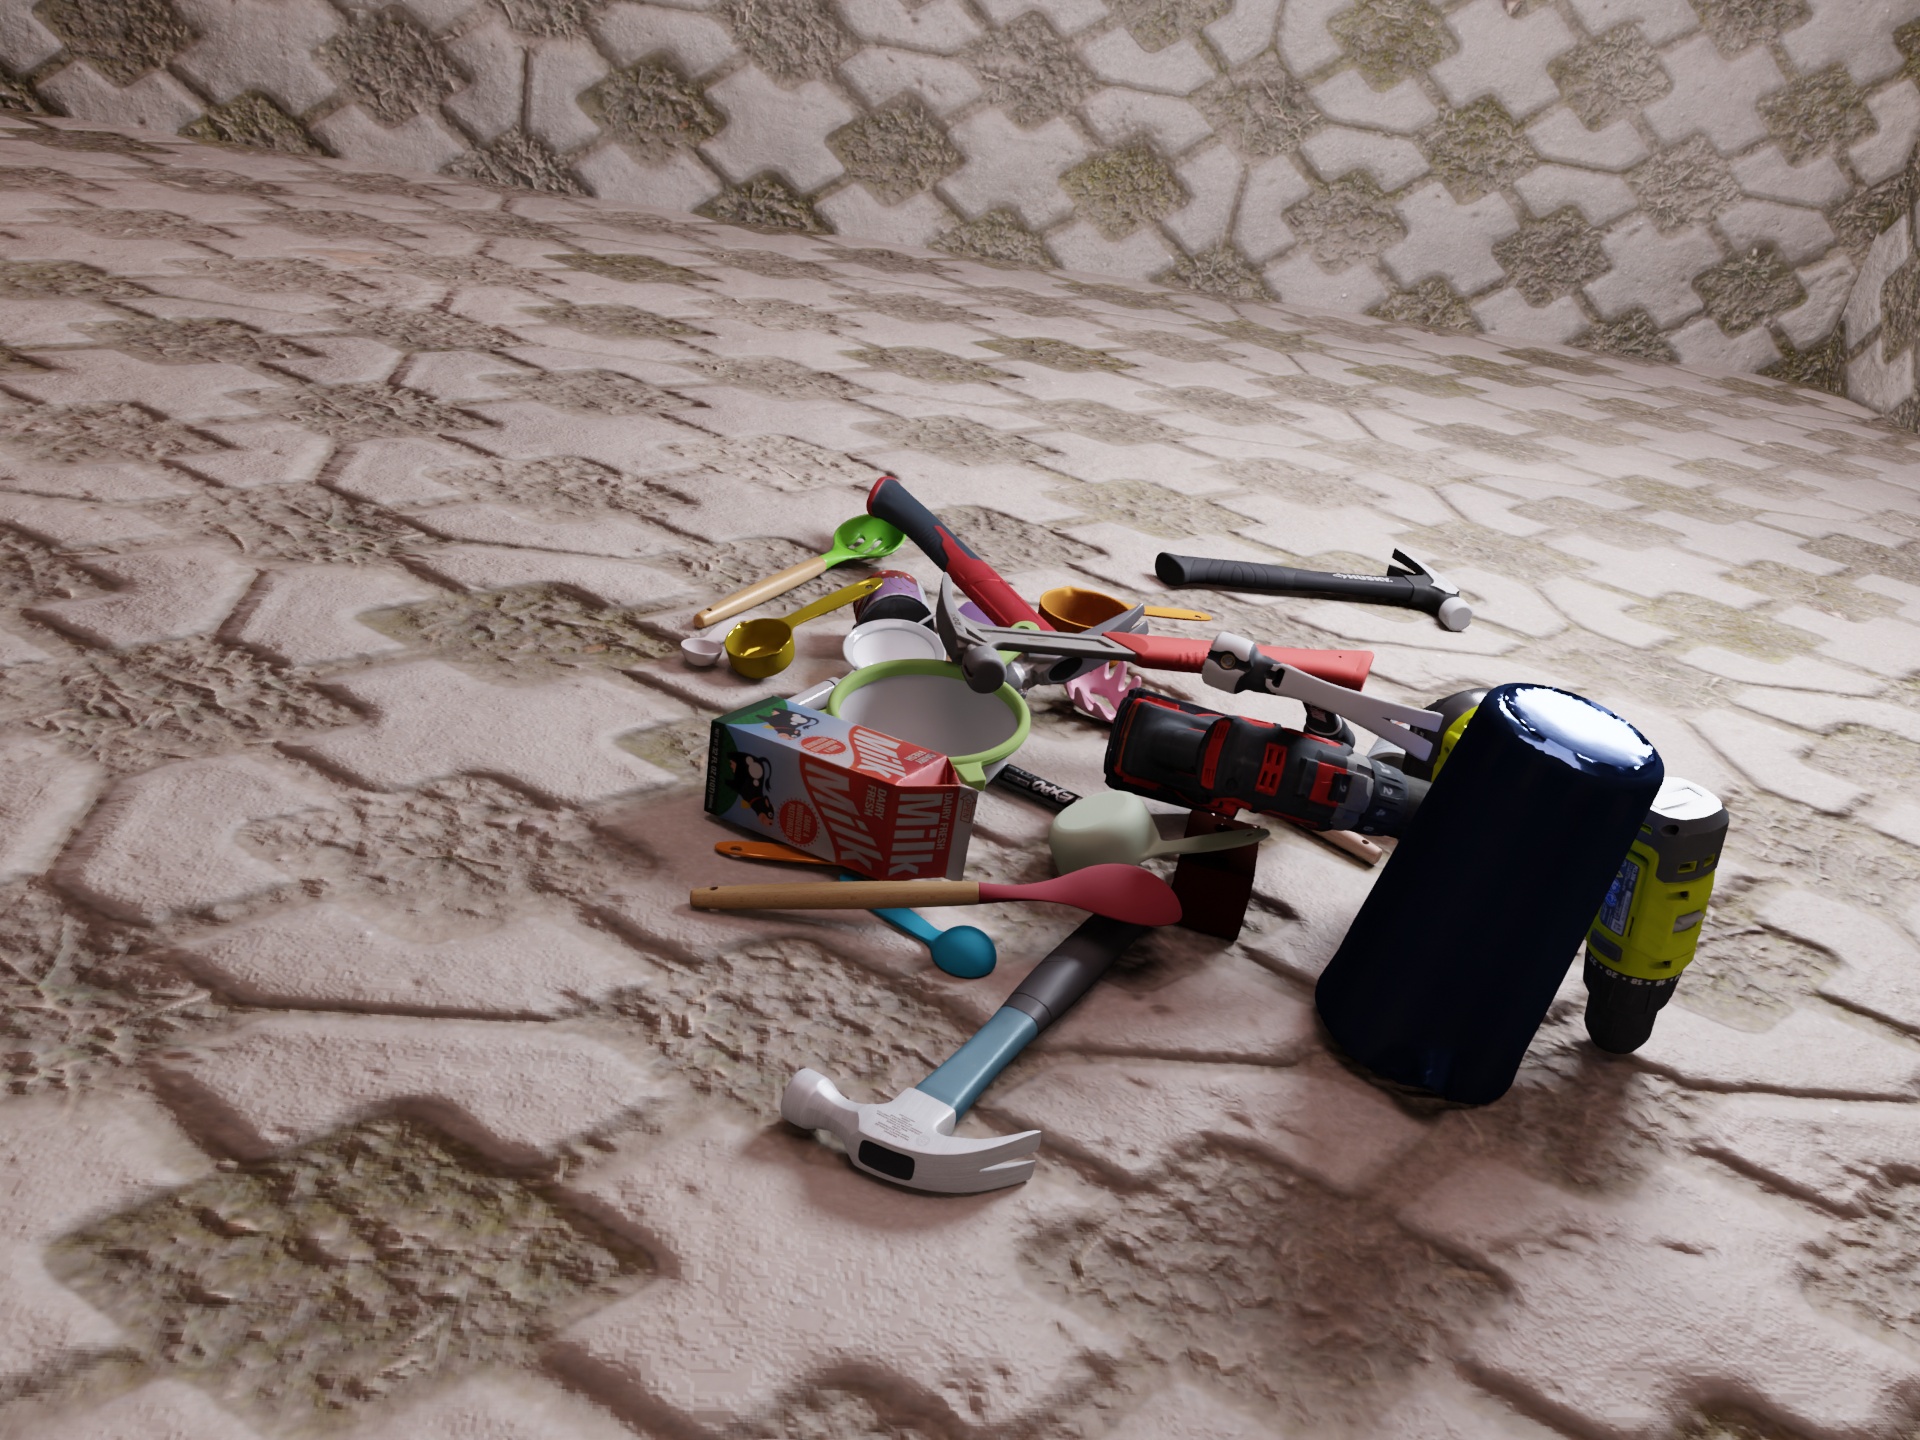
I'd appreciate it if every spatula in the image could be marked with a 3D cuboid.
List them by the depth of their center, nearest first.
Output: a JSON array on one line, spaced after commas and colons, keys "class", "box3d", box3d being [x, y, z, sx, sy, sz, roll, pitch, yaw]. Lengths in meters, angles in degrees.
[{"class": "spatula", "box3d": [-0.007, -0.045, 1.373, 0.060, 0.018, 0.316, 18, 27, 8]}]

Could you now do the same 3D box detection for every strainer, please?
[{"class": "strainer", "box3d": [-0.002, -0.004, 1.227, 0.151, 0.069, 0.256, 19, 32, 21]}, {"class": "strainer", "box3d": [-0.098, -0.027, 1.280, 0.087, 0.050, 0.258, 32, 39, 26]}]

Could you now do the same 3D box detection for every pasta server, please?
[{"class": "pasta server", "box3d": [0.205, 0.028, 1.290, 0.316, 0.040, 0.060, 32, 46, 33]}]

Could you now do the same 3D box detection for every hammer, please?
[{"class": "hammer", "box3d": [0.039, 0.174, 0.951, 0.128, 0.033, 0.331, 22, 29, 23]}, {"class": "hammer", "box3d": [0.273, 0.000, 1.175, 0.149, 0.036, 0.408, 21, 1, 16]}, {"class": "hammer", "box3d": [0.160, -0.058, 1.272, 0.359, 0.036, 0.149, 4, 30, -15]}, {"class": "hammer", "box3d": [0.020, -0.144, 1.460, 0.143, 0.038, 0.387, -26, 39, -12]}, {"class": "hammer", "box3d": [0.369, -0.153, 1.704, 0.334, 0.035, 0.146, 4, 29, -14]}]

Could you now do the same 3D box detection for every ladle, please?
[{"class": "ladle", "box3d": [-0.014, 0.111, 1.018, 0.315, 0.031, 0.069, -1, 18, -2]}]

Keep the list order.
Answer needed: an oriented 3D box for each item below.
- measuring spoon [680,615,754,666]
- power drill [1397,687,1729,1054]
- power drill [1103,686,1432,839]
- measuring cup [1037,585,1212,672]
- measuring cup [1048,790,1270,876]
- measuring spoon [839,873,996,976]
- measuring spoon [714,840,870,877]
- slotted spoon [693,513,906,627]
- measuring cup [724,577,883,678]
[{"class": "measuring spoon", "box3d": [-0.203, -0.067, 1.352, 0.034, 0.018, 0.124, 16, 21, 10]}, {"class": "power drill", "box3d": [0.397, 0.095, 1.070, 0.080, 0.190, 0.229, -12, 31, -22]}, {"class": "power drill", "box3d": [0.220, 0.038, 1.128, 0.187, 0.080, 0.227, 15, -1, -19]}, {"class": "measuring cup", "box3d": [0.149, -0.079, 1.462, 0.173, 0.052, 0.095, 1, 28, -22]}, {"class": "measuring cup", "box3d": [0.132, 0.072, 1.085, 0.167, 0.038, 0.083, -10, 22, 40]}, {"class": "measuring spoon", "box3d": [-0.029, 0.124, 1.031, 0.129, 0.021, 0.042, 29, 32, 29]}, {"class": "measuring spoon", "box3d": [-0.109, 0.095, 1.077, 0.117, 0.011, 0.021, 7, 20, 0]}, {"class": "slotted spoon", "box3d": [-0.149, -0.140, 1.495, 0.070, 0.031, 0.314, 23, 31, 22]}, {"class": "measuring cup", "box3d": [-0.126, -0.079, 1.337, 0.156, 0.029, 0.062, -29, 42, -28]}]
